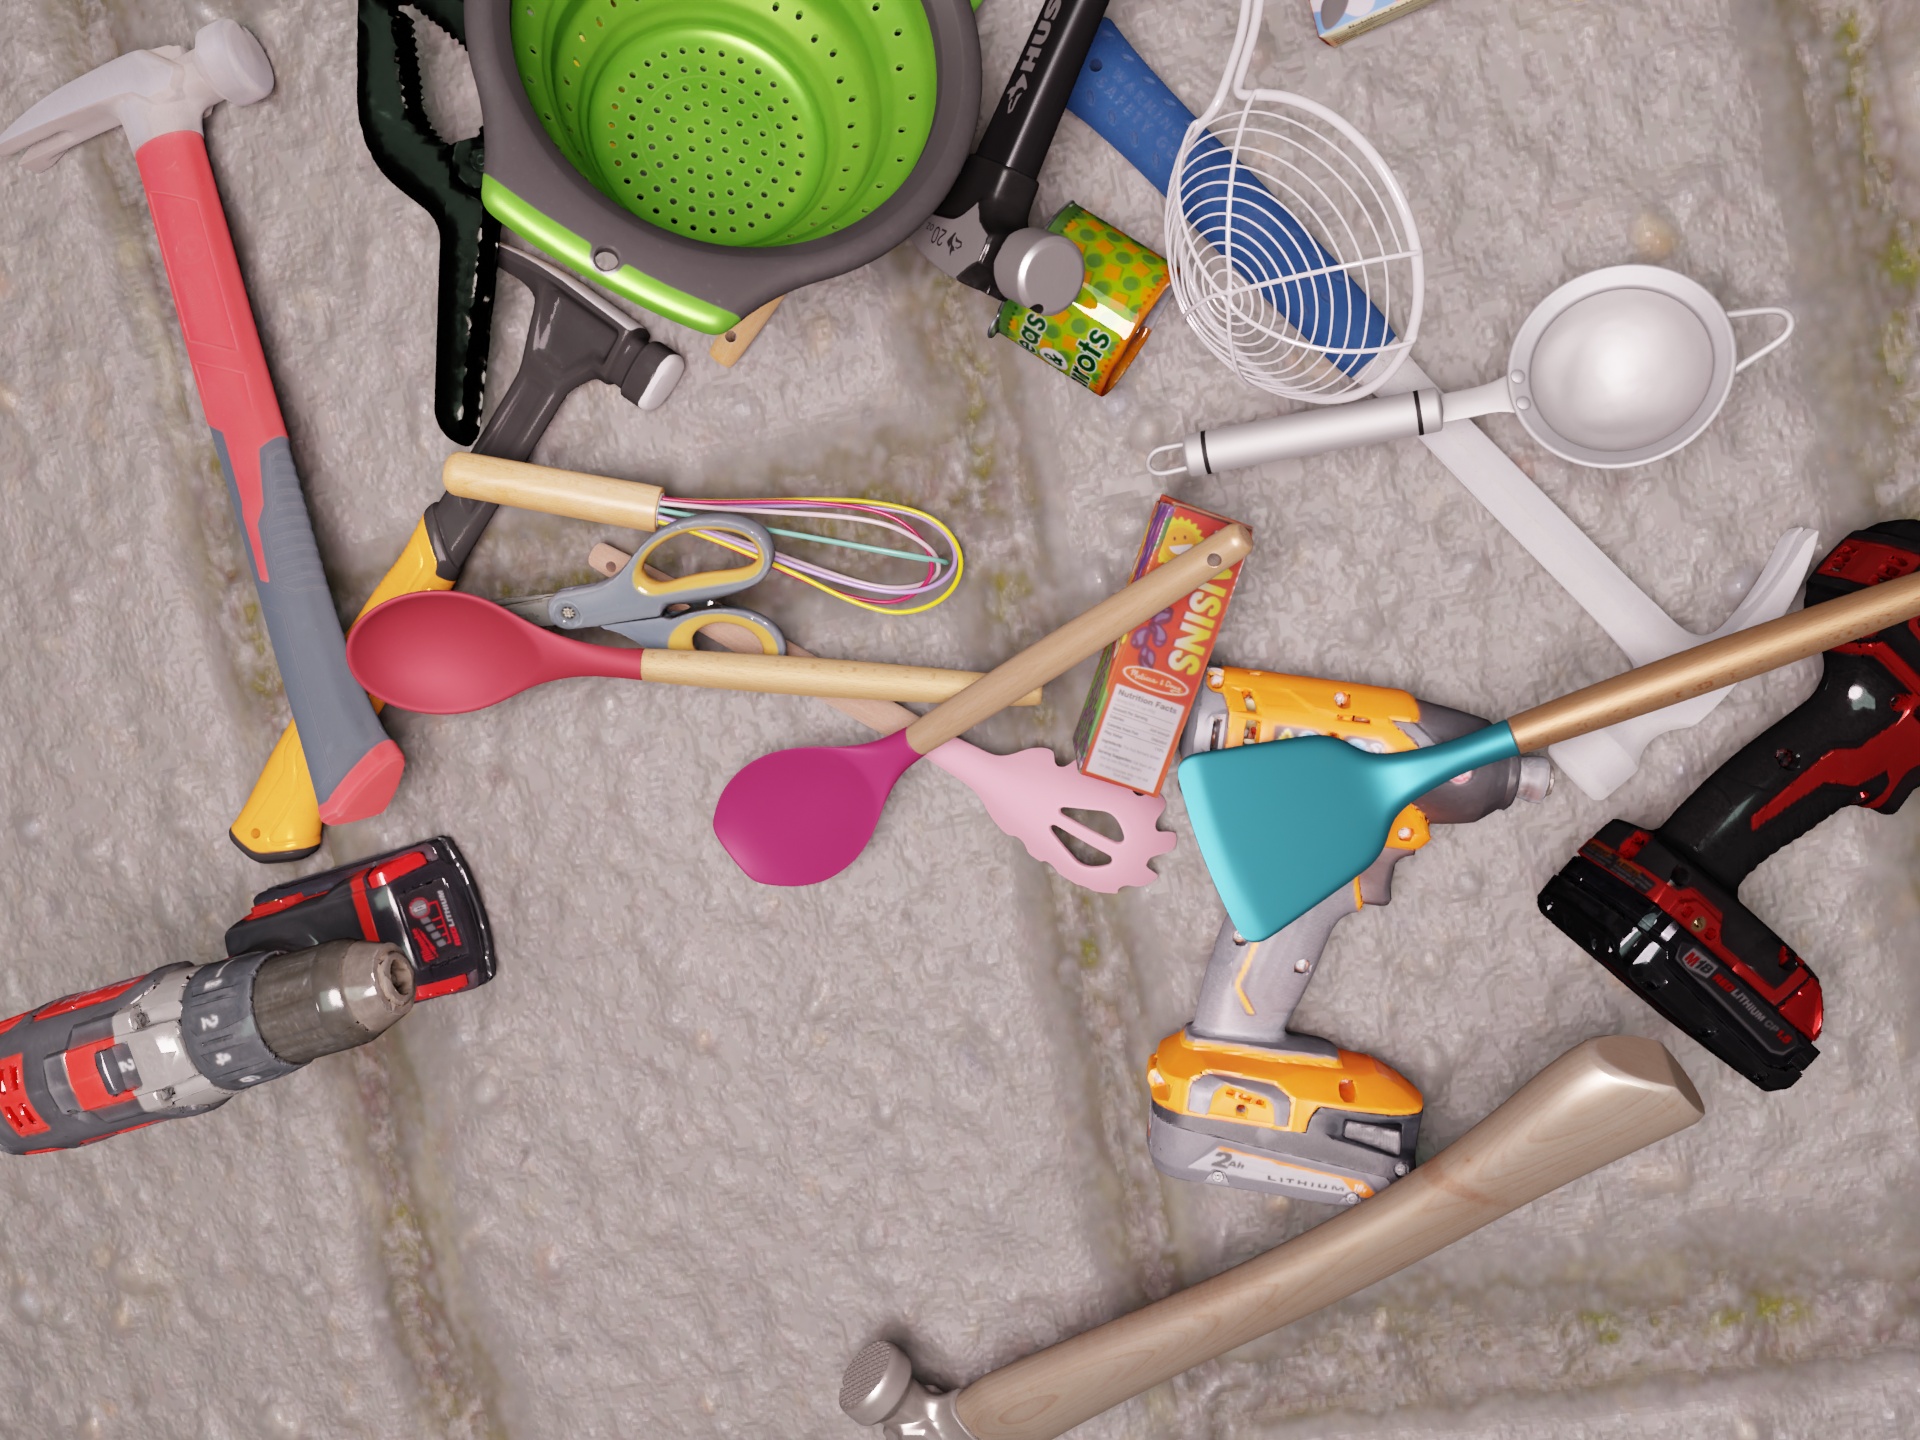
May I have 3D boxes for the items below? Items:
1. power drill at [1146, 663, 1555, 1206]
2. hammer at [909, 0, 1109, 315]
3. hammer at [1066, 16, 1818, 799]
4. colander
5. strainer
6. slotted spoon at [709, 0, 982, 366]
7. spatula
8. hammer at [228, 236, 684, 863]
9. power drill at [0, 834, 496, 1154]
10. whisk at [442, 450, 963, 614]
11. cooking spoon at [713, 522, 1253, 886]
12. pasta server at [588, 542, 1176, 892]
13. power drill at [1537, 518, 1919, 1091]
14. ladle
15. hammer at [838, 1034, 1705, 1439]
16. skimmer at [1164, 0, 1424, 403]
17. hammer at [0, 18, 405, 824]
[{"bbox_3d":[0.171,0.096,0.718,0.164,0.084,0.226,7,94,6],"label":"power drill"},{"bbox_3d":[0.065,-0.338,0.644,0.035,0.146,0.334,14,108,-36],"label":"hammer"},{"bbox_3d":[0.195,-0.157,0.704,0.144,0.035,0.405,-44,89,11],"label":"hammer"},{"bbox_3d":[-0.067,-0.336,0.685,0.204,0.094,0.397,28,76,-11],"label":"colander"},{"bbox_3d":[0.205,-0.132,0.668,0.258,0.050,0.087,-8,76,16],"label":"strainer"},{"bbox_3d":[-0.025,-0.295,0.728,0.070,0.031,0.313,37,103,3],"label":"slotted spoon"},{"bbox_3d":[0.248,-0.001,0.637,0.317,0.044,0.082,-22,83,16],"label":"spatula"},{"bbox_3d":[-0.276,-0.073,0.789,0.127,0.034,0.337,35,101,3],"label":"hammer"},{"bbox_3d":[-0.294,0.116,0.716,0.188,0.227,0.080,-17,94,11],"label":"power drill"},{"bbox_3d":[-0.120,-0.091,0.742,0.245,0.051,0.047,10,107,-1],"label":"whisk"},{"bbox_3d":[-0.001,-0.002,0.709,0.319,0.017,0.068,-32,99,34],"label":"cooking spoon"},{"bbox_3d":[-0.042,-0.007,0.767,0.316,0.040,0.060,29,100,9],"label":"pasta server"},{"bbox_3d":[0.368,0.039,0.674,0.143,0.079,0.219,37,96,-18],"label":"power drill"},{"bbox_3d":[-0.120,-0.024,0.729,0.315,0.031,0.069,4,128,1],"label":"ladle"},{"bbox_3d":[0.136,0.258,0.699,0.410,0.038,0.146,-37,107,25],"label":"hammer"},{"bbox_3d":[0.145,-0.315,0.644,0.090,0.127,0.363,10,85,-29],"label":"skimmer"},{"bbox_3d":[-0.356,-0.133,0.766,0.143,0.038,0.386,-18,85,12],"label":"hammer"}]
